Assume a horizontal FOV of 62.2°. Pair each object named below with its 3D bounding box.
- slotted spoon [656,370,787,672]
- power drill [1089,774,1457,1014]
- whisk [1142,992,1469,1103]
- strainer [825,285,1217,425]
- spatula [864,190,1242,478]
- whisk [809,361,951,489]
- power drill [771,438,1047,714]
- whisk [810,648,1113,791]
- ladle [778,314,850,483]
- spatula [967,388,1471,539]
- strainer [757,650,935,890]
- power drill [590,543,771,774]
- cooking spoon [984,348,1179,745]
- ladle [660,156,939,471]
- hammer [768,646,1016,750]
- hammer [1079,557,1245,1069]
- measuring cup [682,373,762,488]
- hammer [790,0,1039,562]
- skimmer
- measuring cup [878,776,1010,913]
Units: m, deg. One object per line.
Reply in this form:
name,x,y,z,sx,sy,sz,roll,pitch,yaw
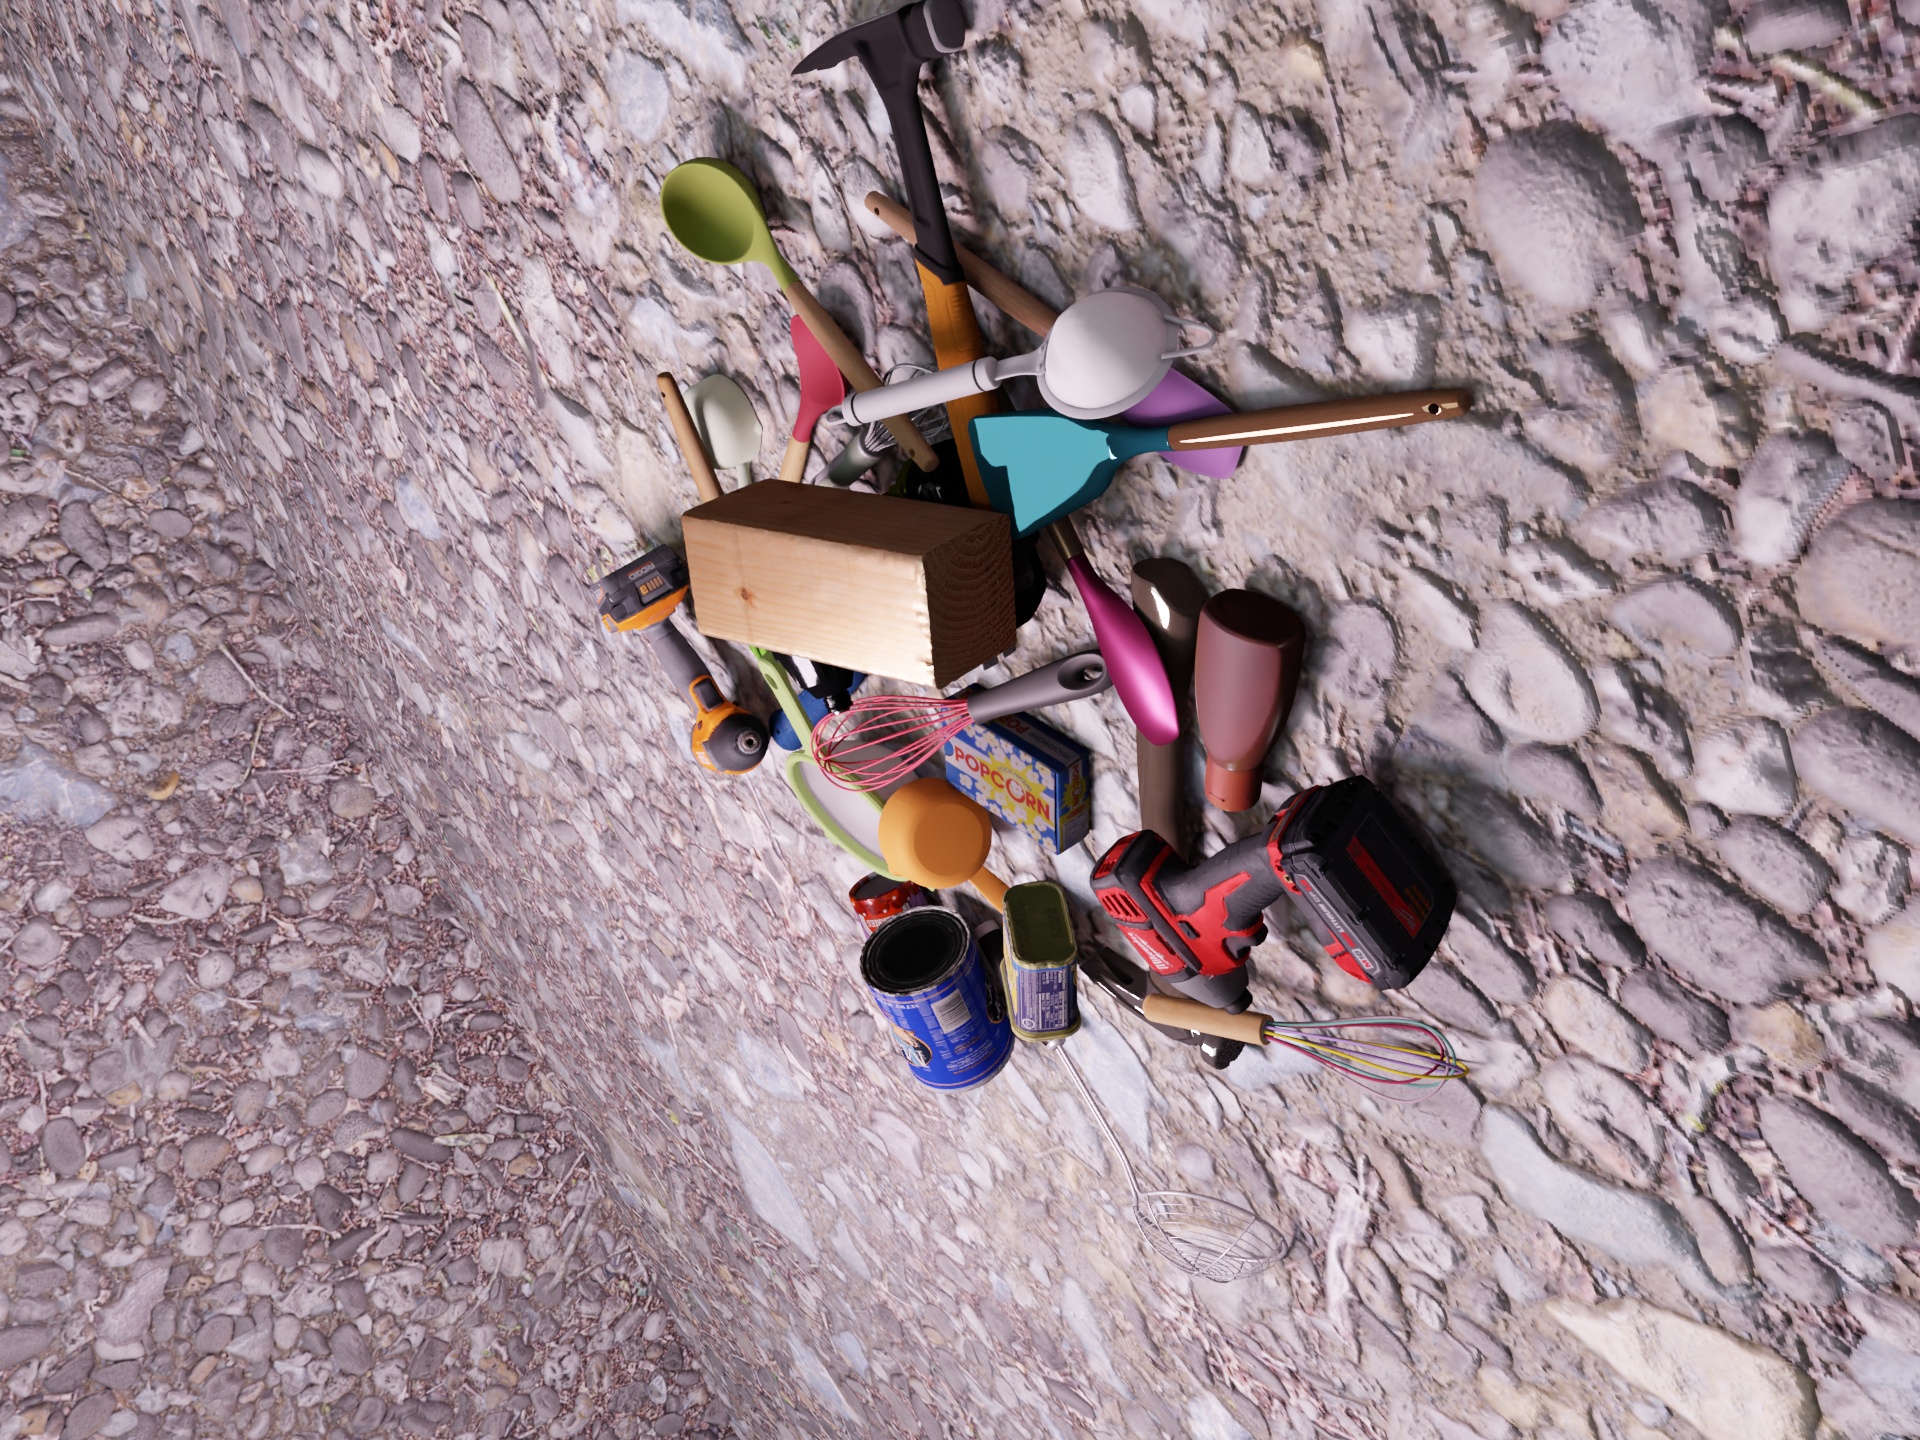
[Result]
slotted spoon,-0.198,-0.156,1.348,0.070,0.031,0.313,22,143,38
power drill,0.192,0.122,1.007,0.143,0.078,0.219,51,144,-11
whisk,0.225,0.213,1.077,0.245,0.047,0.051,4,124,42
strainer,0.022,-0.205,0.932,0.258,0.087,0.050,-8,155,33
spatula,0.050,-0.243,0.972,0.316,0.018,0.059,41,145,23
whisk,-0.061,-0.202,1.144,0.059,0.058,0.246,32,159,-16
power drill,-0.057,-0.099,1.130,0.223,0.080,0.171,-13,102,40
whisk,-0.002,-0.004,1.170,0.296,0.073,0.073,-18,104,38
ladle,-0.130,-0.208,1.255,0.069,0.031,0.315,54,151,15
spatula,0.134,-0.155,0.887,0.318,0.044,0.082,2,119,48
strainer,-0.094,0.026,1.346,0.152,0.069,0.256,20,145,44
power drill,-0.256,-0.050,1.506,0.226,0.084,0.164,61,163,-10
cooking spoon,0.062,-0.128,1.024,0.319,0.017,0.069,64,157,4
ladle,-0.111,-0.275,1.083,0.320,0.062,0.078,54,147,27
hammer,-0.079,-0.049,1.318,0.144,0.035,0.405,56,150,3
hammer,0.136,0.066,1.117,0.146,0.038,0.410,30,140,40
measuring cup,-0.198,-0.207,1.339,0.083,0.038,0.167,27,136,41
hammer,-0.013,-0.259,0.989,0.127,0.034,0.336,4,115,47
skimmer,0.137,0.314,1.350,0.363,0.090,0.127,57,154,20
measuring cup,0.011,0.120,1.298,0.173,0.095,0.052,43,171,-16
